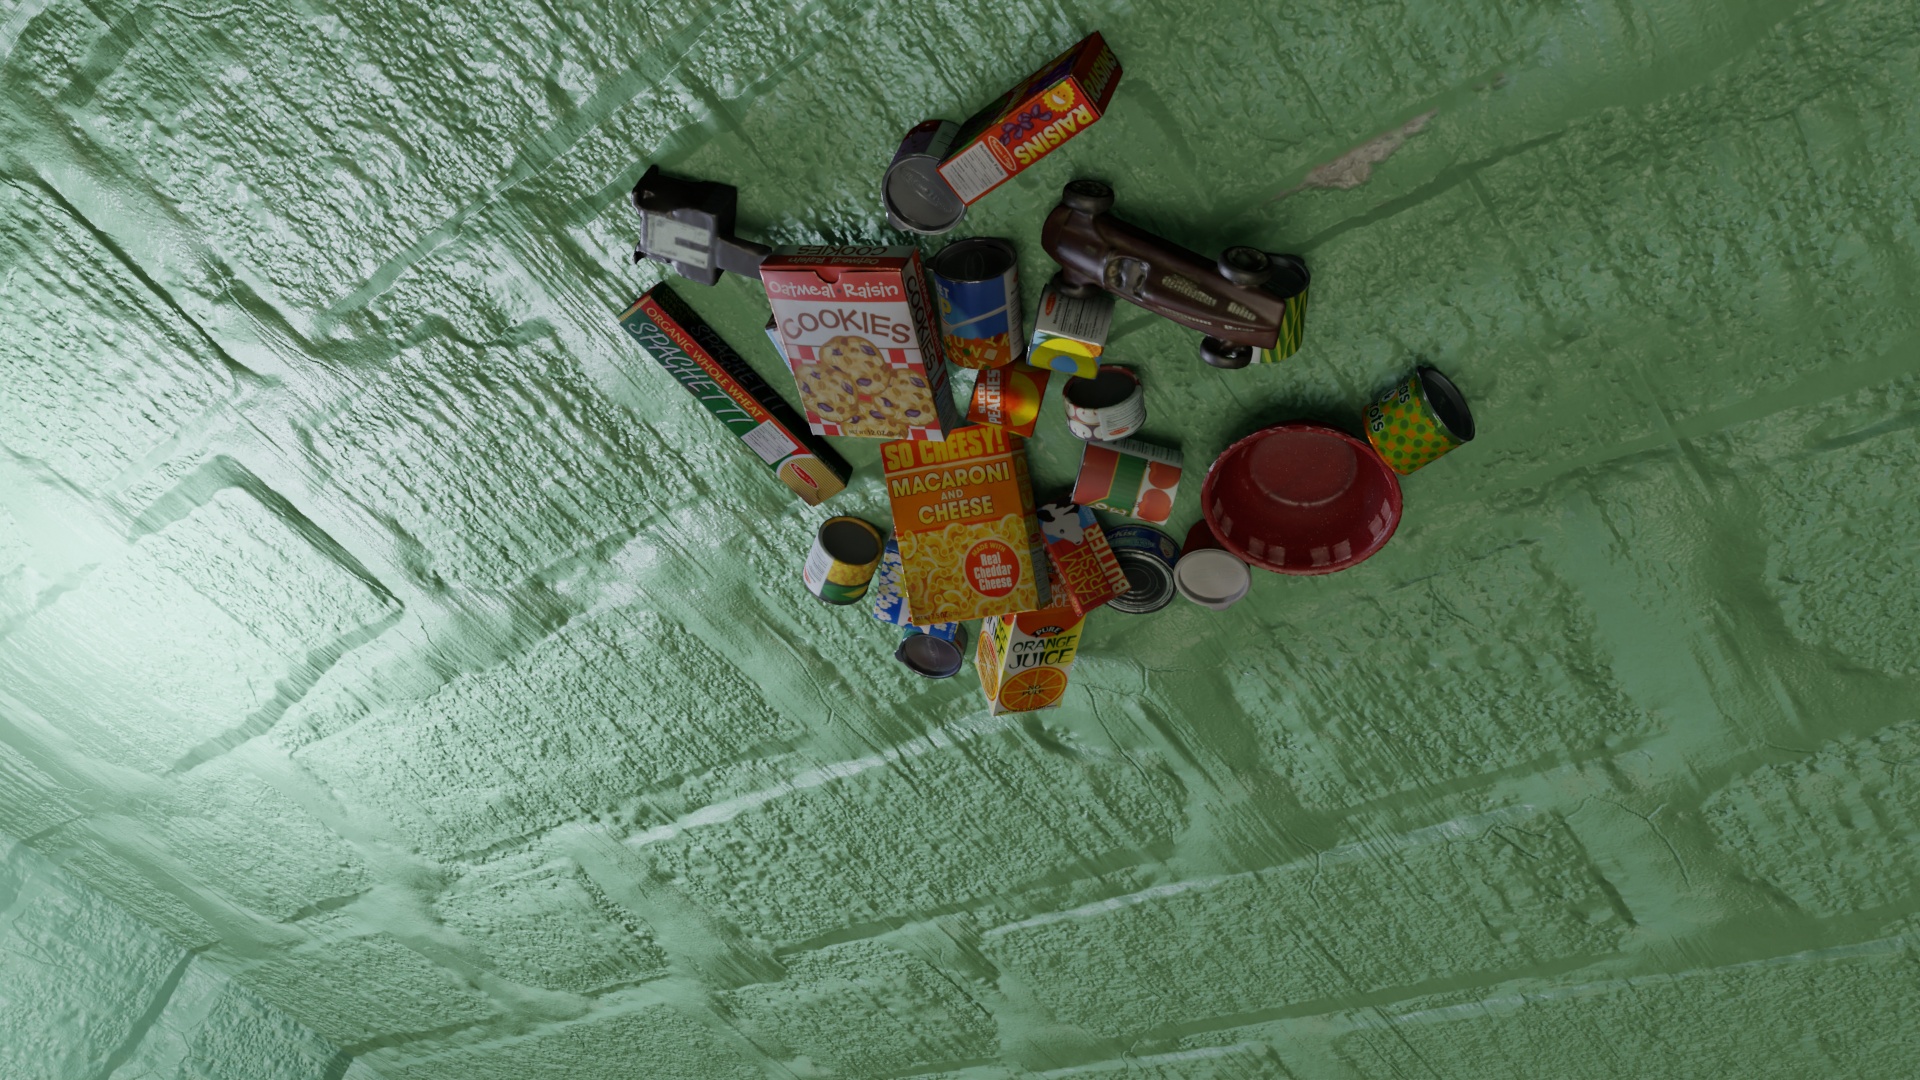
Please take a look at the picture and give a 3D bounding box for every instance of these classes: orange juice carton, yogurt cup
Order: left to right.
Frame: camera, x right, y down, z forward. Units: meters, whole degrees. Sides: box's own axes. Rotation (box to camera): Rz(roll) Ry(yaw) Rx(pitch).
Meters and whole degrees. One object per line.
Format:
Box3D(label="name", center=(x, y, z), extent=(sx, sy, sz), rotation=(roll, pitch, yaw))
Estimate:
Box3D(label="orange juice carton", center=(0.067, 0.077, 1.308), extent=(0.072, 0.073, 0.191), rotation=(-5, 136, -15))
Box3D(label="yogurt cup", center=(0.226, 0.017, 1.234), extent=(0.072, 0.054, 0.072), rotation=(8, 133, 9))

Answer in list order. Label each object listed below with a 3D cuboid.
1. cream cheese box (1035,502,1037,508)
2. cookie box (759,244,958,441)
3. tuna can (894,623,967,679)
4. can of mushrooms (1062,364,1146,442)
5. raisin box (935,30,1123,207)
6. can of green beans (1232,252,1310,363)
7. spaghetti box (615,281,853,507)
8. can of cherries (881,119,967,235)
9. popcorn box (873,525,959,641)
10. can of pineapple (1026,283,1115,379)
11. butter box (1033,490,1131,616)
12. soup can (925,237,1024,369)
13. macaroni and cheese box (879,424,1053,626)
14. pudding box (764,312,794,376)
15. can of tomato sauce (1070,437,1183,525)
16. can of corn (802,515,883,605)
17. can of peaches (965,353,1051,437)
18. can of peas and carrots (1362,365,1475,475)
Box3D(label="cream cheese box", center=(0.014, -0.025, 1.279), extent=(0.104, 0.024, 0.053), rotation=(18, 134, 0))
Box3D(label="cookie box", center=(-0.080, -0.158, 1.123), extent=(0.123, 0.040, 0.166), rotation=(5, 134, 21))
Box3D(label="tuna can", center=(-0.029, 0.107, 1.408), extent=(0.071, 0.033, 0.070), rotation=(8, 133, 9))
Box3D(label="can of mushrooms", center=(0.116, -0.114, 1.140), extent=(0.071, 0.071, 0.033), rotation=(0, 132, 17))
Box3D(label="raisin box", center=(0.049, -0.296, 0.976), extent=(0.123, 0.086, 0.040), rotation=(-25, 116, 34))
Box3D(label="can of green beans", center=(0.227, -0.175, 1.048), extent=(0.071, 0.071, 0.057), rotation=(6, 134, 12))
Box3D(label="spaghetti box", center=(-0.199, -0.128, 1.246), extent=(0.050, 0.029, 0.249), rotation=(-27, 119, 35))
Box3D(label="can of cherries", center=(-0.023, -0.271, 1.040), extent=(0.071, 0.059, 0.071), rotation=(8, 134, 9))
Box3D(label="popcorn box", center=(-0.033, 0.040, 1.330), extent=(0.085, 0.038, 0.126), rotation=(16, 145, 1))
Box3D(label="can of pineapple", center=(0.087, -0.164, 1.101), extent=(0.058, 0.071, 0.070), rotation=(14, 134, 4))
Box3D(label="butter box", center=(0.105, 0.010, 1.232), extent=(0.103, 0.053, 0.024), rotation=(64, 168, 5))
Box3D(label="soup can", center=(0.012, -0.187, 1.101), extent=(0.071, 0.072, 0.083), rotation=(4, 133, 13))
Box3D(label="macaroni and cheese box", center=(0.004, -0.015, 1.223), extent=(0.123, 0.040, 0.166), rotation=(-9, 94, 22))
Box3D(label="pudding box", center=(-0.125, -0.162, 1.192), extent=(0.049, 0.030, 0.083), rotation=(-13, 126, 26))
Box3D(label="can of tomato sauce", center=(0.141, -0.052, 1.186), extent=(0.083, 0.071, 0.070), rotation=(14, 134, 3))
Box3D(label="can of corn", center=(-0.110, 0.018, 1.330), extent=(0.071, 0.071, 0.058), rotation=(22, 134, -4))
Box3D(label="can of peaches", center=(0.040, -0.123, 1.149), extent=(0.058, 0.071, 0.070), rotation=(16, 134, 0))
Box3D(label="can of peas and carrots", center=(0.355, -0.094, 1.084), extent=(0.071, 0.071, 0.058), rotation=(39, 131, -19))
